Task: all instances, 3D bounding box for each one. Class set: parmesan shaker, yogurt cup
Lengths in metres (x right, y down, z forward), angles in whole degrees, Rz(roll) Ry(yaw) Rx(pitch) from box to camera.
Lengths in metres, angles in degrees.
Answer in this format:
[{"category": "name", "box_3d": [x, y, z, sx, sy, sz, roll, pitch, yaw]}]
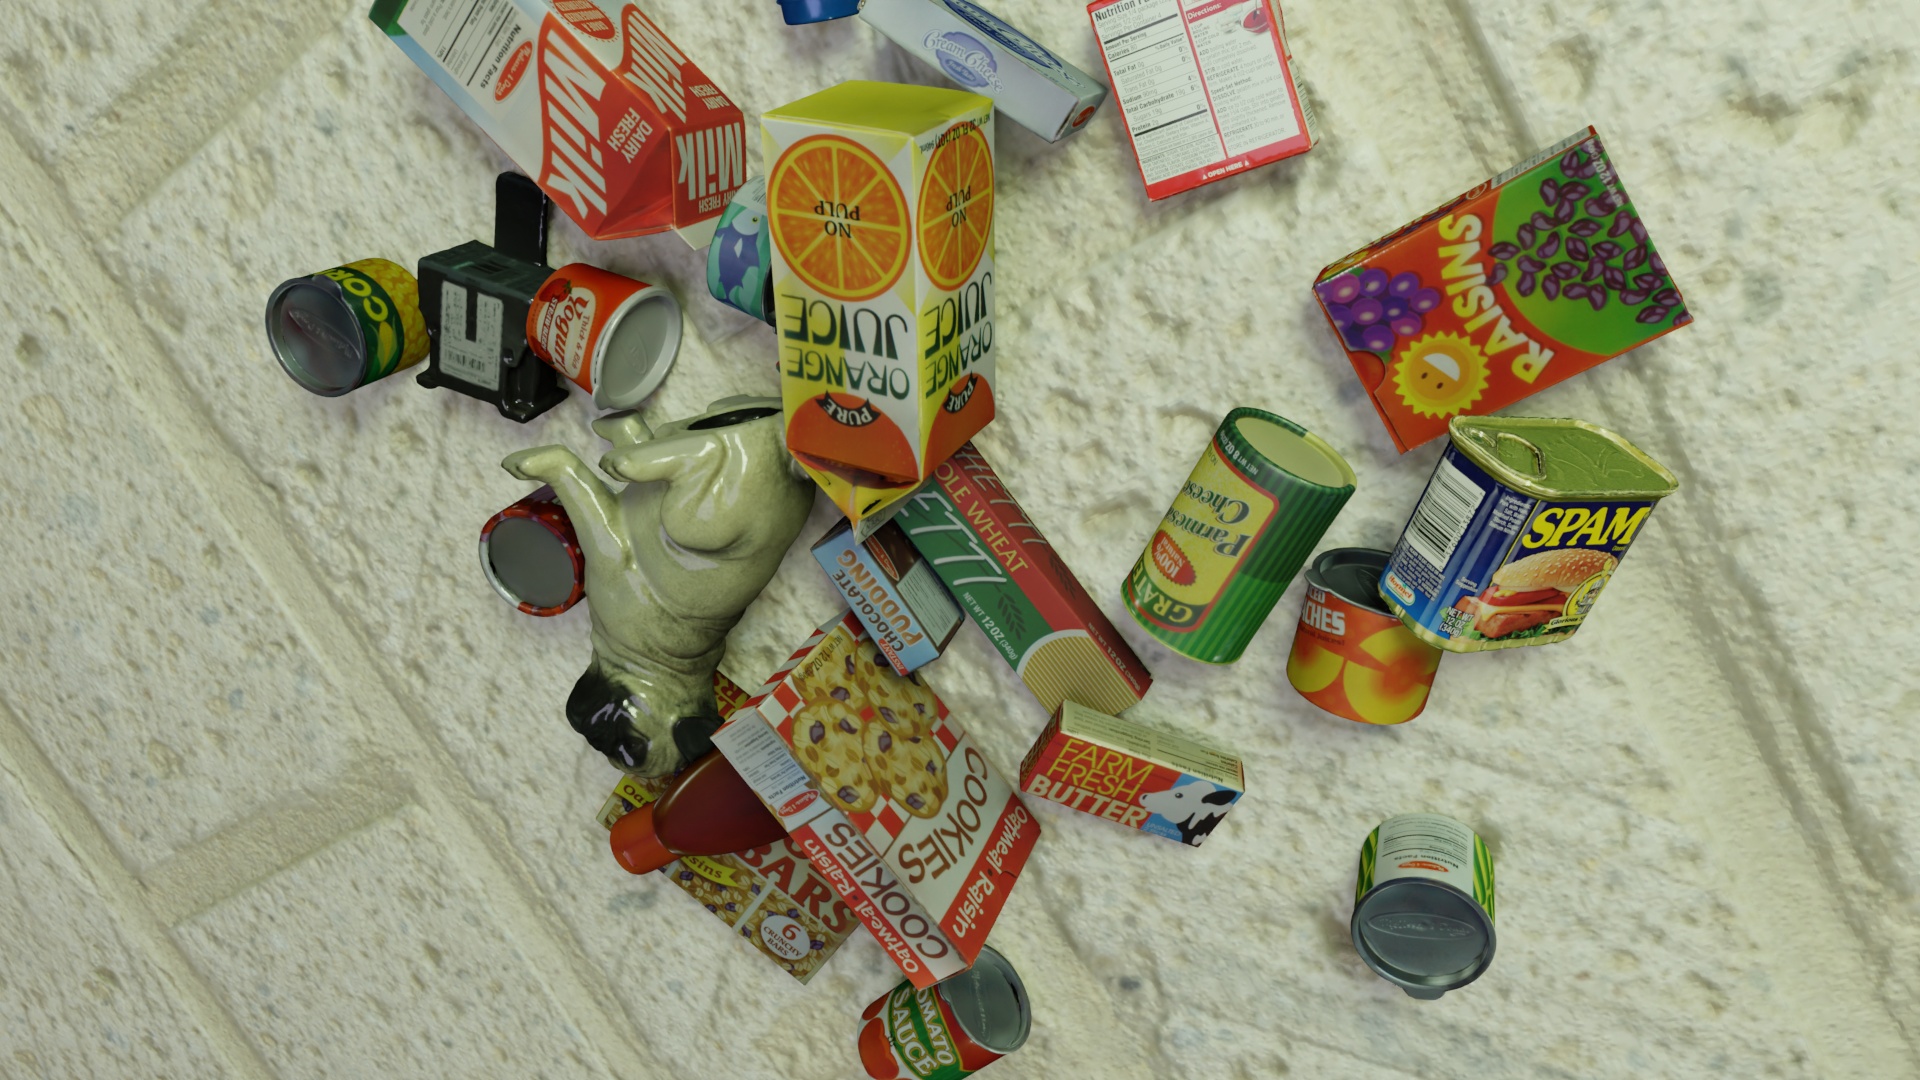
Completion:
[{"category": "parmesan shaker", "box_3d": [0.126, -0.004, 0.643, 0.071, 0.071, 0.102, 31, 119, 6]}, {"category": "yogurt cup", "box_3d": [-0.184, -0.108, 0.715, 0.054, 0.073, 0.072, 27, 119, 17]}]

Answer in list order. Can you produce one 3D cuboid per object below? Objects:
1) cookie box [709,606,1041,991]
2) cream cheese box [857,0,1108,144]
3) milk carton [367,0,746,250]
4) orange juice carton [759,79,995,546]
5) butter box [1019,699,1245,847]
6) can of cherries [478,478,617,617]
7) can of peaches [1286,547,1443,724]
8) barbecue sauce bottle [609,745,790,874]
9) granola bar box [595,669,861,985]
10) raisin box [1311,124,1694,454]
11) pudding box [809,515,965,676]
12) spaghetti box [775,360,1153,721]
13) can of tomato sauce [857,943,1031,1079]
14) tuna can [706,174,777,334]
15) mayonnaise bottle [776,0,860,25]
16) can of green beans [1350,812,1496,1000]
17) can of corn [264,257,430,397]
[{"category": "cookie box", "box_3d": [-0.037, 0.129, 0.725, 0.040, 0.123, 0.167, -34, 97, 30]}, {"category": "cream cheese box", "box_3d": [0.011, -0.211, 0.602, 0.104, 0.053, 0.024, 34, 118, 4]}, {"category": "milk carton", "box_3d": [-0.177, -0.212, 0.662, 0.190, 0.073, 0.073, 45, 120, -1]}, {"category": "orange juice carton", "box_3d": [-0.032, -0.095, 0.611, 0.073, 0.072, 0.191, 14, 123, 24]}, {"category": "butter box", "box_3d": [0.087, 0.120, 0.711, 0.103, 0.024, 0.052, 19, 128, -10]}, {"category": "can of cherries", "box_3d": [-0.224, 0.001, 0.778, 0.071, 0.059, 0.071, 8, 115, 18]}, {"category": "can of peaches", "box_3d": [0.186, 0.043, 0.637, 0.071, 0.071, 0.057, 15, 117, 14]}, {"category": "barbecue sauce bottle", "box_3d": [-0.132, 0.145, 0.769, 0.148, 0.044, 0.065, -29, 103, 27]}, {"category": "granola bar box", "box_3d": [-0.120, 0.170, 0.823, 0.165, 0.039, 0.123, 38, 119, 2]}, {"category": "raisin box", "box_3d": [0.222, -0.102, 0.577, 0.123, 0.040, 0.086, -27, 102, 29]}, {"category": "pudding box", "box_3d": [-0.036, 0.022, 0.722, 0.030, 0.050, 0.083, -29, 100, 27]}, {"category": "spaghetti box", "box_3d": [0.003, -0.009, 0.706, 0.050, 0.029, 0.250, -35, 97, 28]}, {"category": "can of tomato sauce", "box_3d": [-0.012, 0.284, 0.814, 0.071, 0.071, 0.082, 47, 120, -3]}, {"category": "tuna can", "box_3d": [-0.092, -0.137, 0.665, 0.033, 0.071, 0.070, 25, 119, 10]}, {"category": "mayonnaise bottle", "box_3d": [-0.072, -0.300, 0.592, 0.041, 0.065, 0.147, -2, 116, 17]}, {"category": "can of green beans", "box_3d": [0.228, 0.177, 0.684, 0.071, 0.058, 0.071, 8, 114, 17]}, {"category": "can of corn", "box_3d": [-0.335, -0.121, 0.768, 0.071, 0.058, 0.071, 8, 115, 18]}]
